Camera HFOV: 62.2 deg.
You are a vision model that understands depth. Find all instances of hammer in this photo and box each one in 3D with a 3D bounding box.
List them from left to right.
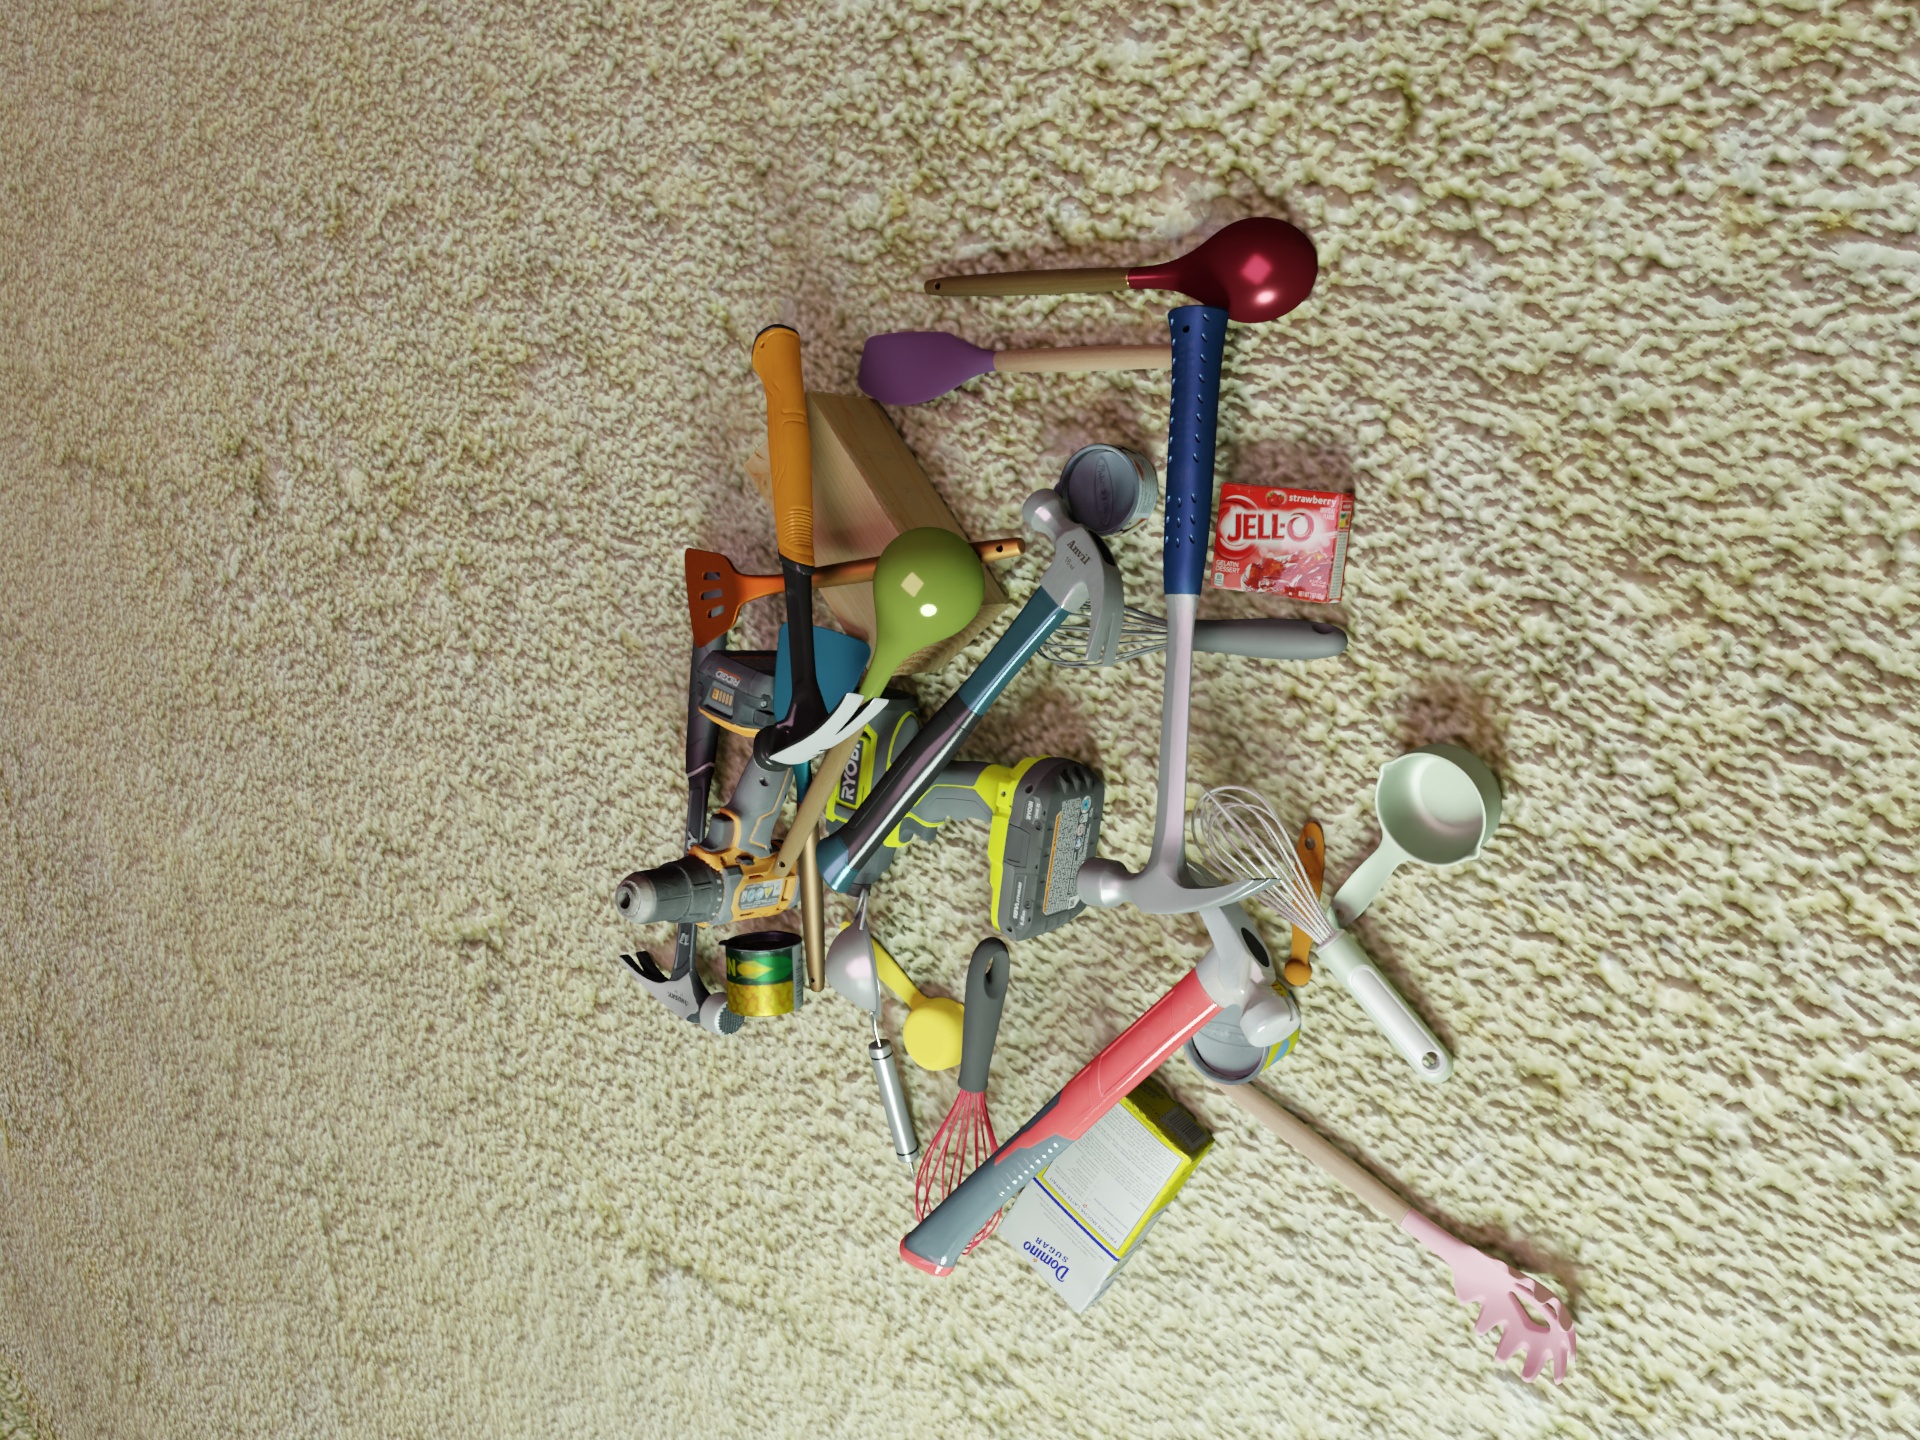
[{"bbox_3d":[-0.233,0.062,1.400,0.149,0.036,0.409,14,101,41],"label":"hammer"},{"bbox_3d":[-0.116,-0.139,1.144,0.127,0.034,0.337,-28,61,46],"label":"hammer"},{"bbox_3d":[-0.002,-0.004,1.154,0.331,0.033,0.128,-51,56,19],"label":"hammer"},{"bbox_3d":[0.074,0.266,1.136,0.386,0.038,0.143,-49,48,27],"label":"hammer"},{"bbox_3d":[0.153,-0.072,1.059,0.144,0.035,0.405,2,88,42],"label":"hammer"}]

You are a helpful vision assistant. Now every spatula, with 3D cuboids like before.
[{"bbox_3d":[-0.112,0.079,1.251,0.082,0.044,0.317,15,122,25],"label":"spatula"},{"bbox_3d":[-0.091,-0.108,1.182,0.323,0.041,0.081,-5,93,31],"label":"spatula"},{"bbox_3d":[0.049,-0.264,1.176,0.316,0.018,0.060,6,85,35],"label":"spatula"}]

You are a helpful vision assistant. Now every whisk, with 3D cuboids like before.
[{"bbox_3d":[0.008,0.294,1.221,0.073,0.073,0.295,22,117,31],"label":"whisk"},{"bbox_3d":[0.153,-0.059,1.112,0.239,0.055,0.055,4,98,31],"label":"whisk"},{"bbox_3d":[0.242,0.141,1.064,0.058,0.059,0.246,-40,80,3],"label":"whisk"}]

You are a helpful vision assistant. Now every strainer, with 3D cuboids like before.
[{"bbox_3d":[-0.068,0.259,1.282,0.087,0.050,0.258,-138,33,-71],"label":"strainer"}]

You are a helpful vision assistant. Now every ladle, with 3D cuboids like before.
[{"bbox_3d":[-0.072,-0.004,1.159,0.078,0.062,0.320,32,124,4],"label":"ladle"},{"bbox_3d":[0.101,-0.315,1.132,0.315,0.031,0.069,8,103,36],"label":"ladle"}]

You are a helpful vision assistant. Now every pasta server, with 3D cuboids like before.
[{"bbox_3d":[0.275,0.321,1.076,0.316,0.040,0.060,35,125,28],"label":"pasta server"}]

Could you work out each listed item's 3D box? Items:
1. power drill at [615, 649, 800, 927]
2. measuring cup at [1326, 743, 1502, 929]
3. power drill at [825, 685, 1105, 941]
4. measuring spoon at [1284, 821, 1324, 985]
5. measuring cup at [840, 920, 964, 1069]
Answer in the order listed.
[{"bbox_3d":[-0.186,0.061,1.282,0.084,0.185,0.226,23,105,34],"label":"power drill"},{"bbox_3d":[0.292,0.081,1.044,0.083,0.038,0.167,47,136,21],"label":"measuring cup"},{"bbox_3d":[-0.008,0.080,1.226,0.223,0.080,0.171,17,106,36],"label":"power drill"},{"bbox_3d":[0.236,0.127,1.095,0.021,0.011,0.117,10,101,34],"label":"measuring spoon"},{"bbox_3d":[-0.053,0.222,1.299,0.157,0.029,0.062,44,118,22],"label":"measuring cup"}]
